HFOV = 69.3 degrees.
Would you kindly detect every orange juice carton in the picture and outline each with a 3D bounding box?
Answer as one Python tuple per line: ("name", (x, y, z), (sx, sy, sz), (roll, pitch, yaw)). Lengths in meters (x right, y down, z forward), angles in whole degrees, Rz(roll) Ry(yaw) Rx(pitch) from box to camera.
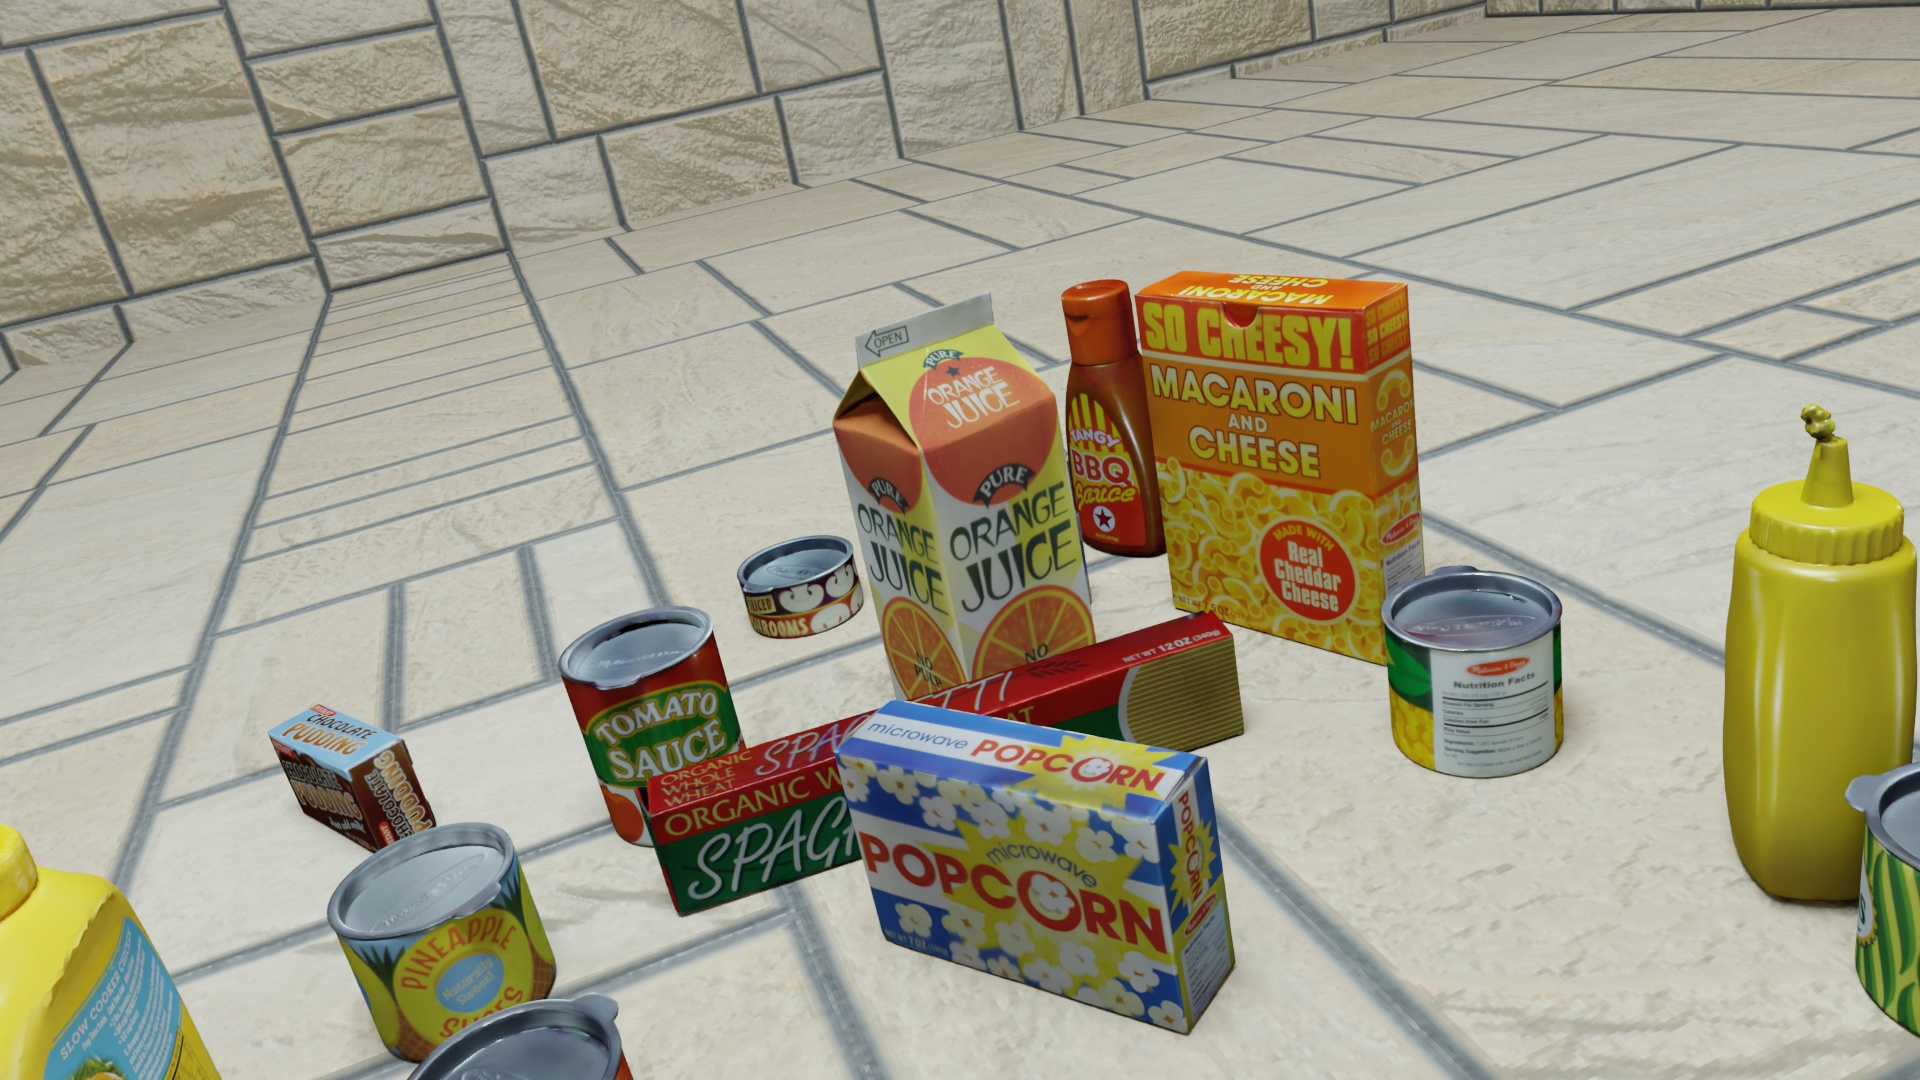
("orange juice carton", (0.002, -0.008, 0.607), (0.072, 0.192, 0.073), (-24, 26, -28))

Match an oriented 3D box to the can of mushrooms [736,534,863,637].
("can of mushrooms", (-0.090, 0.026, 0.774), (0.071, 0.033, 0.071), (-9, 23, 4))

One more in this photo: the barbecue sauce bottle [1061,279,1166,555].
("barbecue sauce bottle", (0.085, -0.067, 0.763), (0.044, 0.148, 0.065), (-29, 28, -36))

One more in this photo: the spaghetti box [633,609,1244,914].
("spaghetti box", (-0.003, 0.089, 0.569), (0.250, 0.050, 0.029), (-16, 23, -11))

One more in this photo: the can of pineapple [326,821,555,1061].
("can of pineapple", (-0.188, 0.147, 0.509), (0.071, 0.057, 0.071), (-10, 23, 4))

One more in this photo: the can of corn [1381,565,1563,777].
("can of corn", (0.203, 0.051, 0.552), (0.071, 0.058, 0.071), (-10, 23, 4))

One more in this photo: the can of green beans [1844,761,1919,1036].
("can of green beans", (0.292, 0.103, 0.391), (0.071, 0.057, 0.071), (-10, 23, 4))

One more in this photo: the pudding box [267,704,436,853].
("pudding box", (-0.284, 0.110, 0.648), (0.083, 0.049, 0.030), (10, 31, 40))

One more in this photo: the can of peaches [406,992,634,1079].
("can of peaches", (-0.122, 0.178, 0.406), (0.071, 0.057, 0.071), (-10, 23, 4))

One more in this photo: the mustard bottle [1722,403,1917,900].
("mustard bottle", (0.267, 0.034, 0.432), (0.049, 0.159, 0.065), (-4, 24, 18))

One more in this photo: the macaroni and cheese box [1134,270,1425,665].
("macaroni and cheese box", (0.147, -0.036, 0.639), (0.040, 0.165, 0.124), (-28, 28, -35))

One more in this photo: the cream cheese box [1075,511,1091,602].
("cream cheese box", (0.017, 0.010, 0.737), (0.104, 0.053, 0.024), (4, 27, 32))

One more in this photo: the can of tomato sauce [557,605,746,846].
("can of tomato sauce", (-0.130, 0.081, 0.603), (0.071, 0.082, 0.071), (-10, 23, 4))

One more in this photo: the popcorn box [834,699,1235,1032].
("popcorn box", (0.023, 0.106, 0.471), (0.126, 0.085, 0.038), (6, 28, 34))
